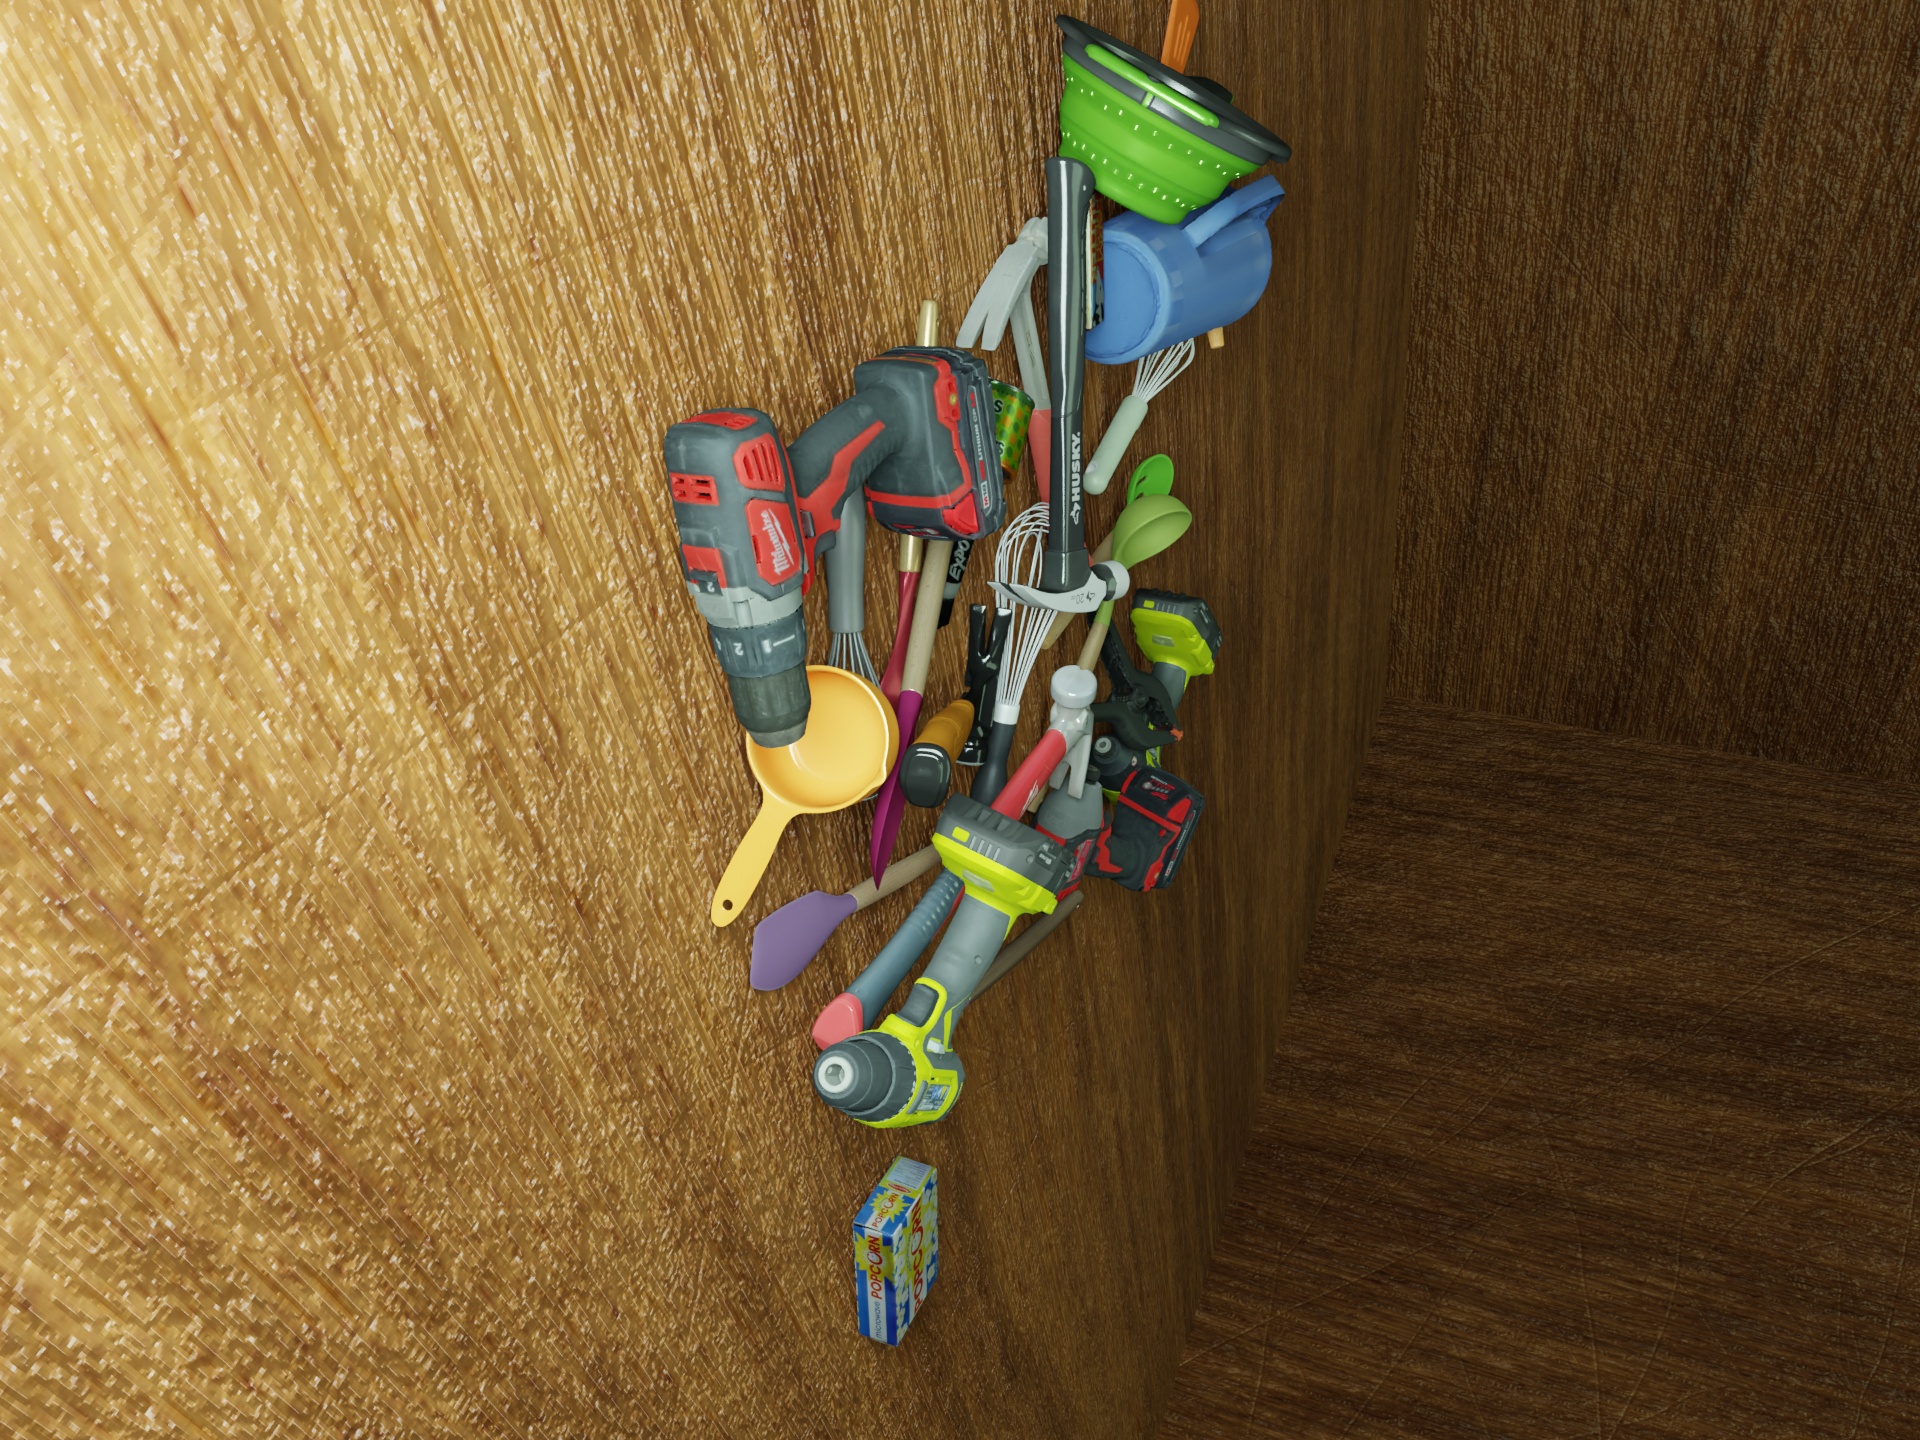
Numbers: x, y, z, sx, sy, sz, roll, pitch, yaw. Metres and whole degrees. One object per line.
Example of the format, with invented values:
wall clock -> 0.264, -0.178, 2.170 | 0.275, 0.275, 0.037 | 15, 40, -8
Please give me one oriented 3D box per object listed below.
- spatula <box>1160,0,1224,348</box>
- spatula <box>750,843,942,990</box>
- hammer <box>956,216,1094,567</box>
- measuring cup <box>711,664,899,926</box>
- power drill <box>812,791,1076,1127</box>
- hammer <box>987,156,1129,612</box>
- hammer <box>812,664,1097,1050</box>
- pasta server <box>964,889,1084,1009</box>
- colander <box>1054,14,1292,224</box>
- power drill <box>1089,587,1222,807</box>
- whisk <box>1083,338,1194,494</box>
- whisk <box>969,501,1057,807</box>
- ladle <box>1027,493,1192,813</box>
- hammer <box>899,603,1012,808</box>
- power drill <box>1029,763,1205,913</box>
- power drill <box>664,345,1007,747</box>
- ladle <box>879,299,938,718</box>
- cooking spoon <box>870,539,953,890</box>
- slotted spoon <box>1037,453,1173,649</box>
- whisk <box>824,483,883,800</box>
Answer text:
spatula -> 0.220, -0.508, 1.474 | 0.081, 0.041, 0.322 | -16, 97, -67
spatula -> -0.069, 0.127, 1.148 | 0.316, 0.018, 0.059 | -24, 123, -63
hammer -> 0.068, -0.219, 1.302 | 0.358, 0.037, 0.149 | 73, 34, -49
measuring cup -> -0.101, 0.047, 0.968 | 0.173, 0.095, 0.052 | -61, 171, 7
power drill -> -0.015, 0.171, 1.084 | 0.228, 0.080, 0.190 | -63, 159, -5
hammer -> 0.076, -0.244, 1.189 | 0.146, 0.035, 0.334 | -18, 112, -49
hammer -> 0.005, 0.122, 1.247 | 0.386, 0.038, 0.143 | -51, 155, -38
pasta server -> 0.023, 0.224, 1.333 | 0.316, 0.040, 0.060 | -34, 147, -46
colander -> 0.164, -0.473, 1.288 | 0.094, 0.204, 0.397 | -60, 177, 26
power drill -> 0.200, -0.019, 1.684 | 0.171, 0.080, 0.223 | 47, 59, -59
whisk -> 0.169, -0.304, 1.510 | 0.059, 0.058, 0.246 | 43, 58, -25
whisk -> 0.043, -0.038, 1.303 | 0.070, 0.070, 0.284 | -21, 125, -65
ladle -> 0.132, -0.061, 1.474 | 0.078, 0.062, 0.320 | 27, 84, -65
hammer -> -0.002, -0.004, 1.108 | 0.337, 0.034, 0.127 | -56, 155, -79
power drill -> 0.141, 0.104, 1.523 | 0.219, 0.079, 0.143 | -2, 116, -54
power drill -> -0.068, -0.107, 0.910 | 0.227, 0.080, 0.187 | -37, 128, -45
ladle -> -0.034, -0.130, 1.103 | 0.069, 0.031, 0.315 | -22, 119, -68
cooking spoon -> -0.029, -0.038, 1.048 | 0.068, 0.017, 0.319 | 90, 9, -61
slotted spoon -> 0.139, -0.163, 1.524 | 0.314, 0.031, 0.070 | -55, 148, -43
whisk -> -0.070, -0.060, 1.017 | 0.055, 0.055, 0.238 | -38, 131, -60
